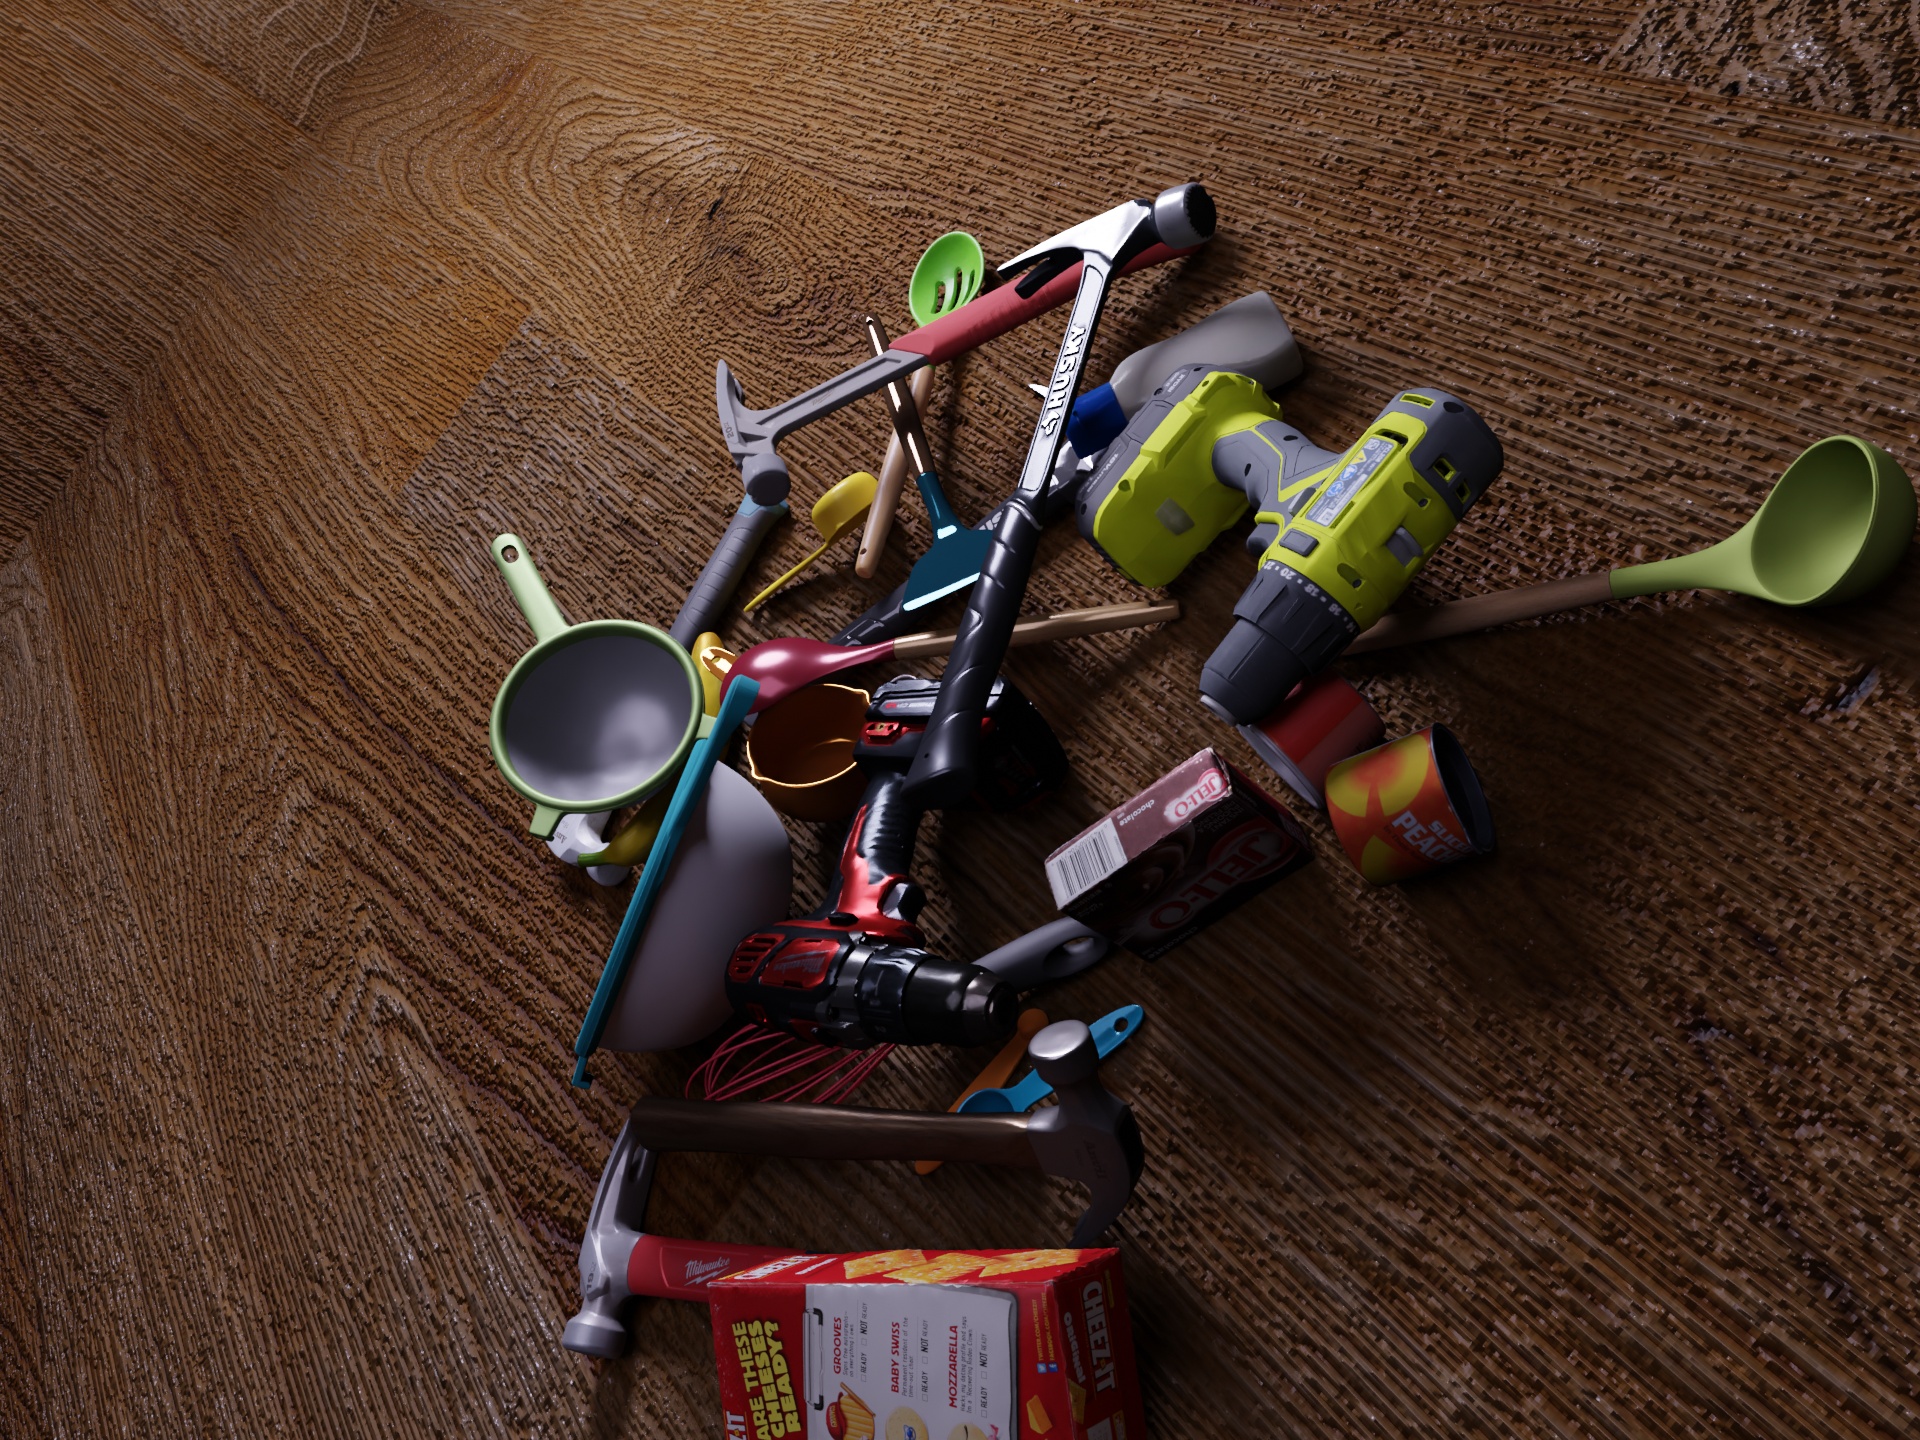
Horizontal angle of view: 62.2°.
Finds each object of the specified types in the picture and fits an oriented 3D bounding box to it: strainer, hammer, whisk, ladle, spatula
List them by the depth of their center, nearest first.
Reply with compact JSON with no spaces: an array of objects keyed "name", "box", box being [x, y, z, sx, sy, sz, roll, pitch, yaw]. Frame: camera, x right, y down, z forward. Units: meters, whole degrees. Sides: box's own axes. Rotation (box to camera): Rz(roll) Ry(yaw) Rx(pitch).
[{"name":"ladle","box":[0.291,-0.067,0.785,0.320,0.062,0.078,-12,58,39]},{"name":"hammer","box":[-0.052,0.223,0.855,0.331,0.130,0.031,-8,23,35]},{"name":"hammer","box":[-0.077,0.303,0.897,0.386,0.038,0.143,-9,59,37]},{"name":"whisk","box":[-0.039,0.176,0.928,0.296,0.073,0.073,-27,50,20]},{"name":"hammer","box":[0.038,-0.137,0.937,0.149,0.036,0.409,-2,61,43]},{"name":"strainer","box":[-0.139,0.090,0.959,0.340,0.095,0.211,123,167,-49]},{"name":"ladle","box":[-0.016,-0.047,1.004,0.315,0.031,0.069,-8,40,19]},{"name":"spatula","box":[-0.031,-0.189,1.086,0.082,0.044,0.318,-25,52,8]},{"name":"hammer","box":[-0.025,-0.093,1.088,0.334,0.035,0.146,-37,47,19]},{"name":"hammer","box":[-0.002,-0.275,1.102,0.359,0.036,0.149,-25,47,7]},{"name":"strainer","box":[-0.274,-0.030,1.144,0.151,0.069,0.257,-30,62,-9]},{"name":"hammer","box":[-0.224,-0.040,1.230,0.128,0.033,0.331,23,81,45]}]

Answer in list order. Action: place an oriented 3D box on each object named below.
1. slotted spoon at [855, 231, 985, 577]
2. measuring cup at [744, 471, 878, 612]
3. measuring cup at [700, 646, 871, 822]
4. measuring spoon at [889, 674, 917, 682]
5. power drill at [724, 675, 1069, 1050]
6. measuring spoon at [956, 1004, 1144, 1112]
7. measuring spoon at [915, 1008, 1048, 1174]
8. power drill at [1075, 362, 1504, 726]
[{"name":"slotted spoon","box":[-0.033,-0.234,1.160,0.070,0.031,0.314,-8,55,34]},{"name":"measuring cup","box":[-0.116,-0.131,1.177,0.156,0.062,0.029,-35,91,31]},{"name":"measuring cup","box":[-0.119,0.005,1.072,0.095,0.052,0.174,-39,49,-19]},{"name":"measuring spoon","box":[-0.002,-0.003,1.033,0.124,0.018,0.034,14,75,37]},{"name":"power drill","box":[-0.018,0.085,0.904,0.188,0.080,0.227,-1,51,40]},{"name":"measuring spoon","box":[0.052,0.199,0.867,0.128,0.021,0.042,-38,45,5]},{"name":"measuring spoon","box":[0.009,0.209,0.895,0.117,0.011,0.021,-52,44,4]},{"name":"power drill","box":[0.158,-0.104,0.865,0.190,0.080,0.229,-50,31,1]}]
